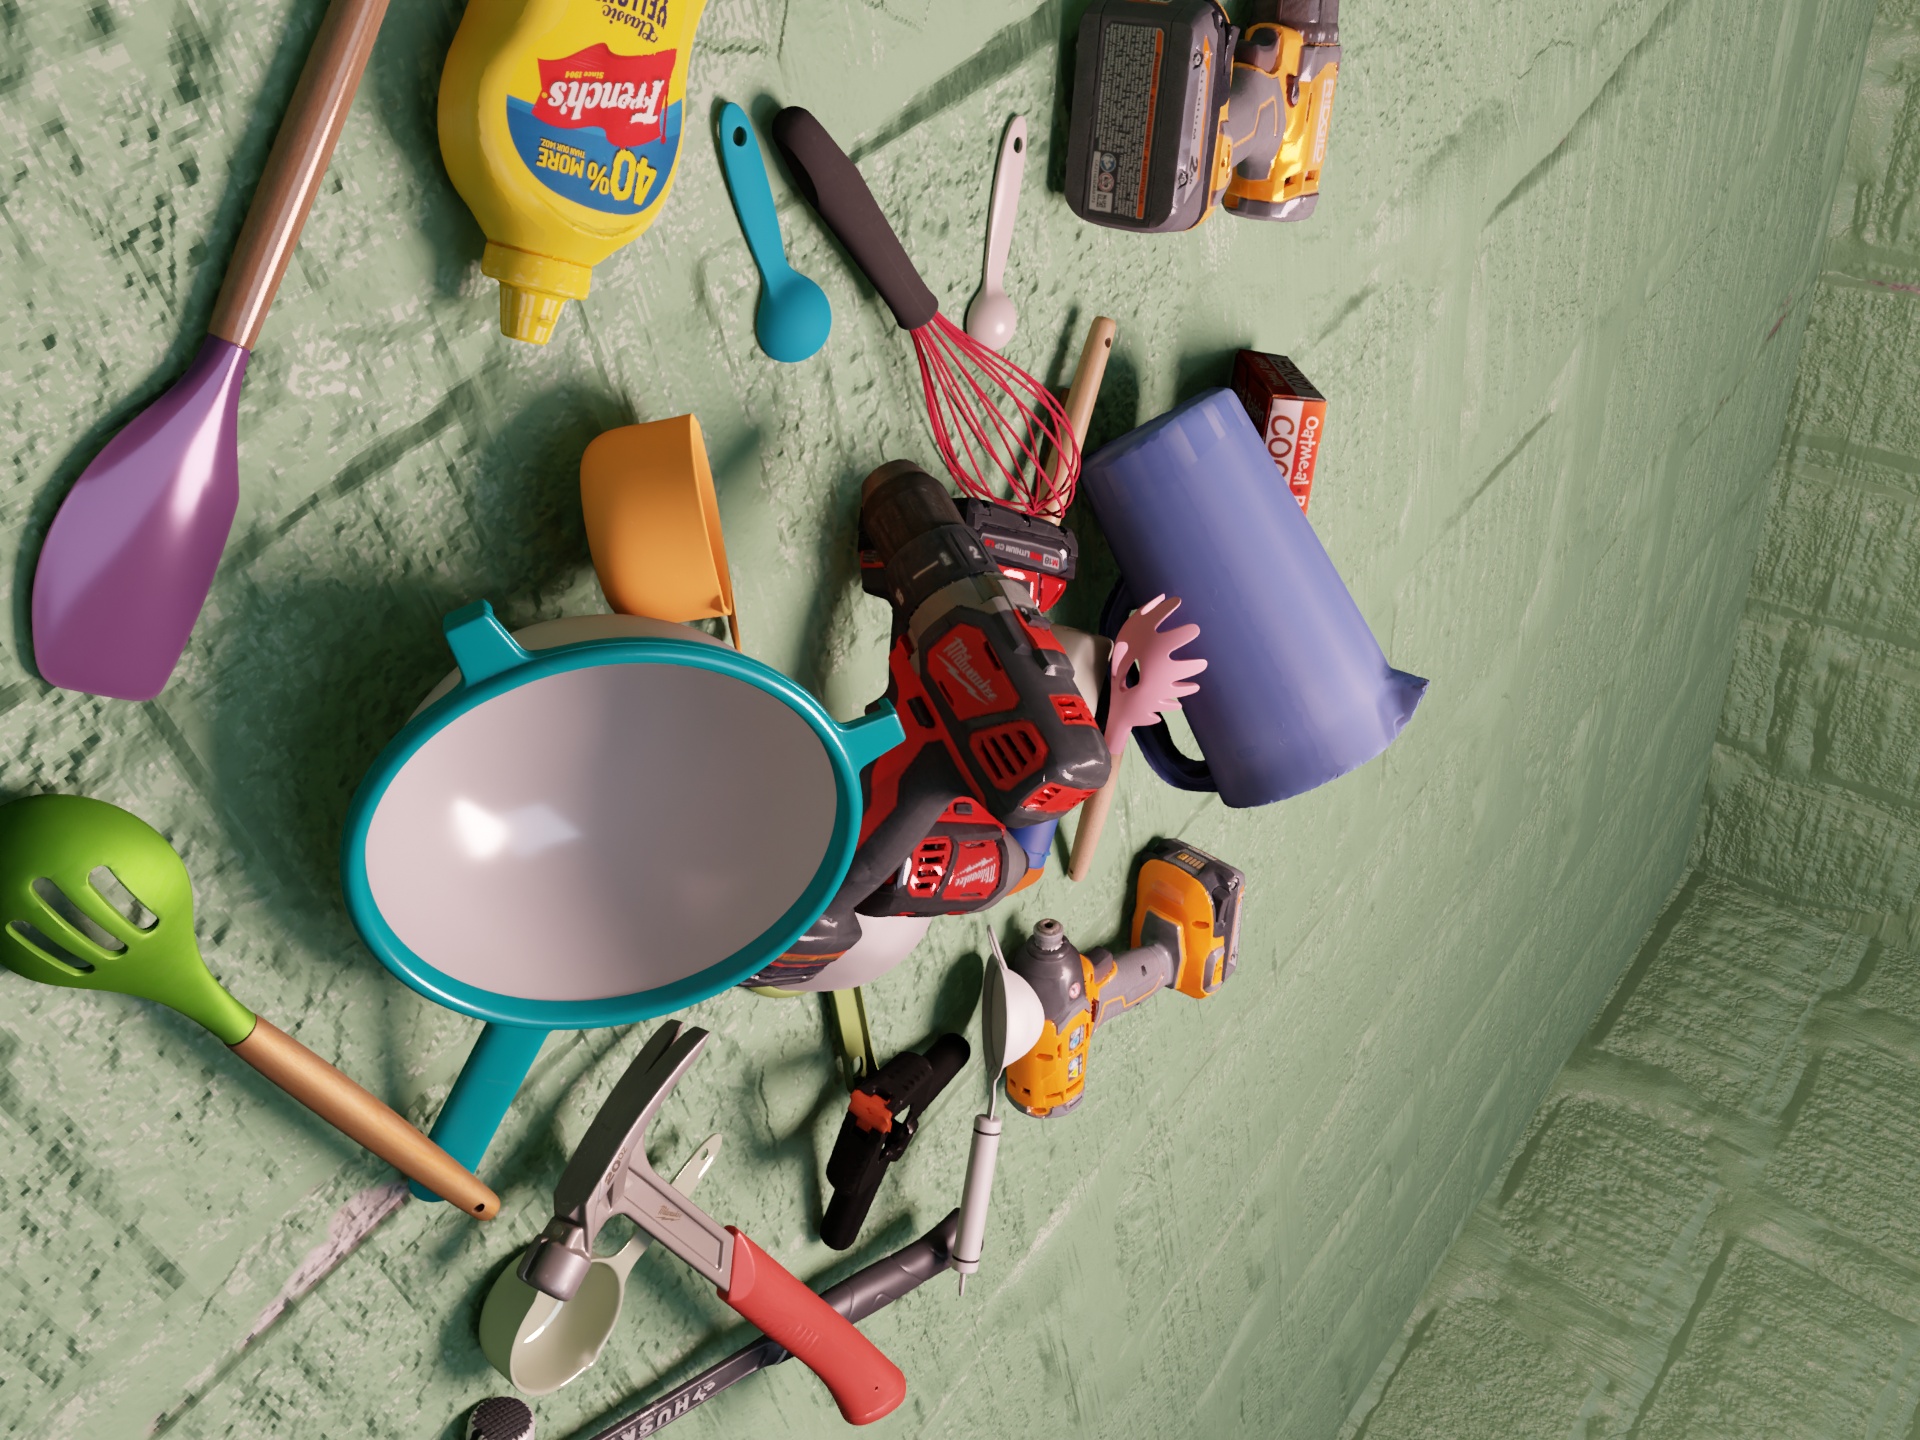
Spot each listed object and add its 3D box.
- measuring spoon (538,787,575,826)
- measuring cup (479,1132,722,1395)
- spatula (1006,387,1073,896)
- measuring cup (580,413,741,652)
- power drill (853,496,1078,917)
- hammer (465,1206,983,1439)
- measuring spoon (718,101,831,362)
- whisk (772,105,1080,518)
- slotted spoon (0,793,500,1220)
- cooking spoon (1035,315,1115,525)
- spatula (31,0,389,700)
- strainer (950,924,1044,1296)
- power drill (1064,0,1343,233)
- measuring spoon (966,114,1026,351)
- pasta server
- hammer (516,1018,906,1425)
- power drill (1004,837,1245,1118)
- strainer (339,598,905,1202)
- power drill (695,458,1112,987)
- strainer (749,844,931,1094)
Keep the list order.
[{"bbox_3d":[-0.165,0.056,0.788,0.116,0.011,0.021,32,83,-56],"label":"measuring spoon"},{"bbox_3d":[-0.195,0.286,0.870,0.168,0.038,0.083,-49,142,-33],"label":"measuring cup"},{"bbox_3d":[0.045,-0.044,0.994,0.081,0.041,0.322,-11,118,-50],"label":"spatula"},{"bbox_3d":[-0.132,-0.068,0.721,0.052,0.095,0.173,-9,157,-5],"label":"measuring cup"},{"bbox_3d":[-0.001,-0.003,0.864,0.143,0.078,0.220,9,86,-53],"label":"power drill"},{"bbox_3d":[-0.130,0.408,1.009,0.409,0.036,0.149,-14,123,-45],"label":"hammer"},{"bbox_3d":[-0.083,-0.218,0.724,0.042,0.021,0.128,-46,143,-27],"label":"measuring spoon"},{"bbox_3d":[-0.012,-0.194,0.808,0.073,0.073,0.295,-57,141,-13],"label":"whisk"},{"bbox_3d":[-0.274,0.136,0.645,0.070,0.031,0.313,-36,136,-8],"label":"slotted spoon"},{"bbox_3d":[0.040,-0.084,0.944,0.068,0.017,0.319,11,97,-49],"label":"cooking spoon"},{"bbox_3d":[-0.244,-0.155,0.545,0.059,0.018,0.316,19,95,-56],"label":"spatula"},{"bbox_3d":[0.022,0.270,1.096,0.087,0.050,0.258,-157,-104,-80],"label":"strainer"},{"bbox_3d":[0.154,-0.375,0.909,0.226,0.084,0.185,-29,132,-48],"label":"power drill"},{"bbox_3d":[0.026,-0.259,0.855,0.034,0.018,0.124,-17,122,-49],"label":"measuring spoon"},{"bbox_3d":[0.103,0.028,1.040,0.040,0.060,0.316,-19,151,-16],"label":"pasta server"},{"bbox_3d":[-0.114,0.321,0.927,0.149,0.037,0.358,-60,141,-26],"label":"hammer"},{"bbox_3d":[0.119,0.179,1.202,0.226,0.084,0.164,-30,132,-37],"label":"power drill"},{"bbox_3d":[-0.185,0.077,0.712,0.210,0.095,0.340,14,123,-32],"label":"strainer"},{"bbox_3d":[-0.051,0.004,0.762,0.226,0.188,0.080,-39,155,25],"label":"power drill"},{"bbox_3d":[-0.055,0.145,0.944,0.151,0.069,0.256,-37,136,-36],"label":"strainer"}]
